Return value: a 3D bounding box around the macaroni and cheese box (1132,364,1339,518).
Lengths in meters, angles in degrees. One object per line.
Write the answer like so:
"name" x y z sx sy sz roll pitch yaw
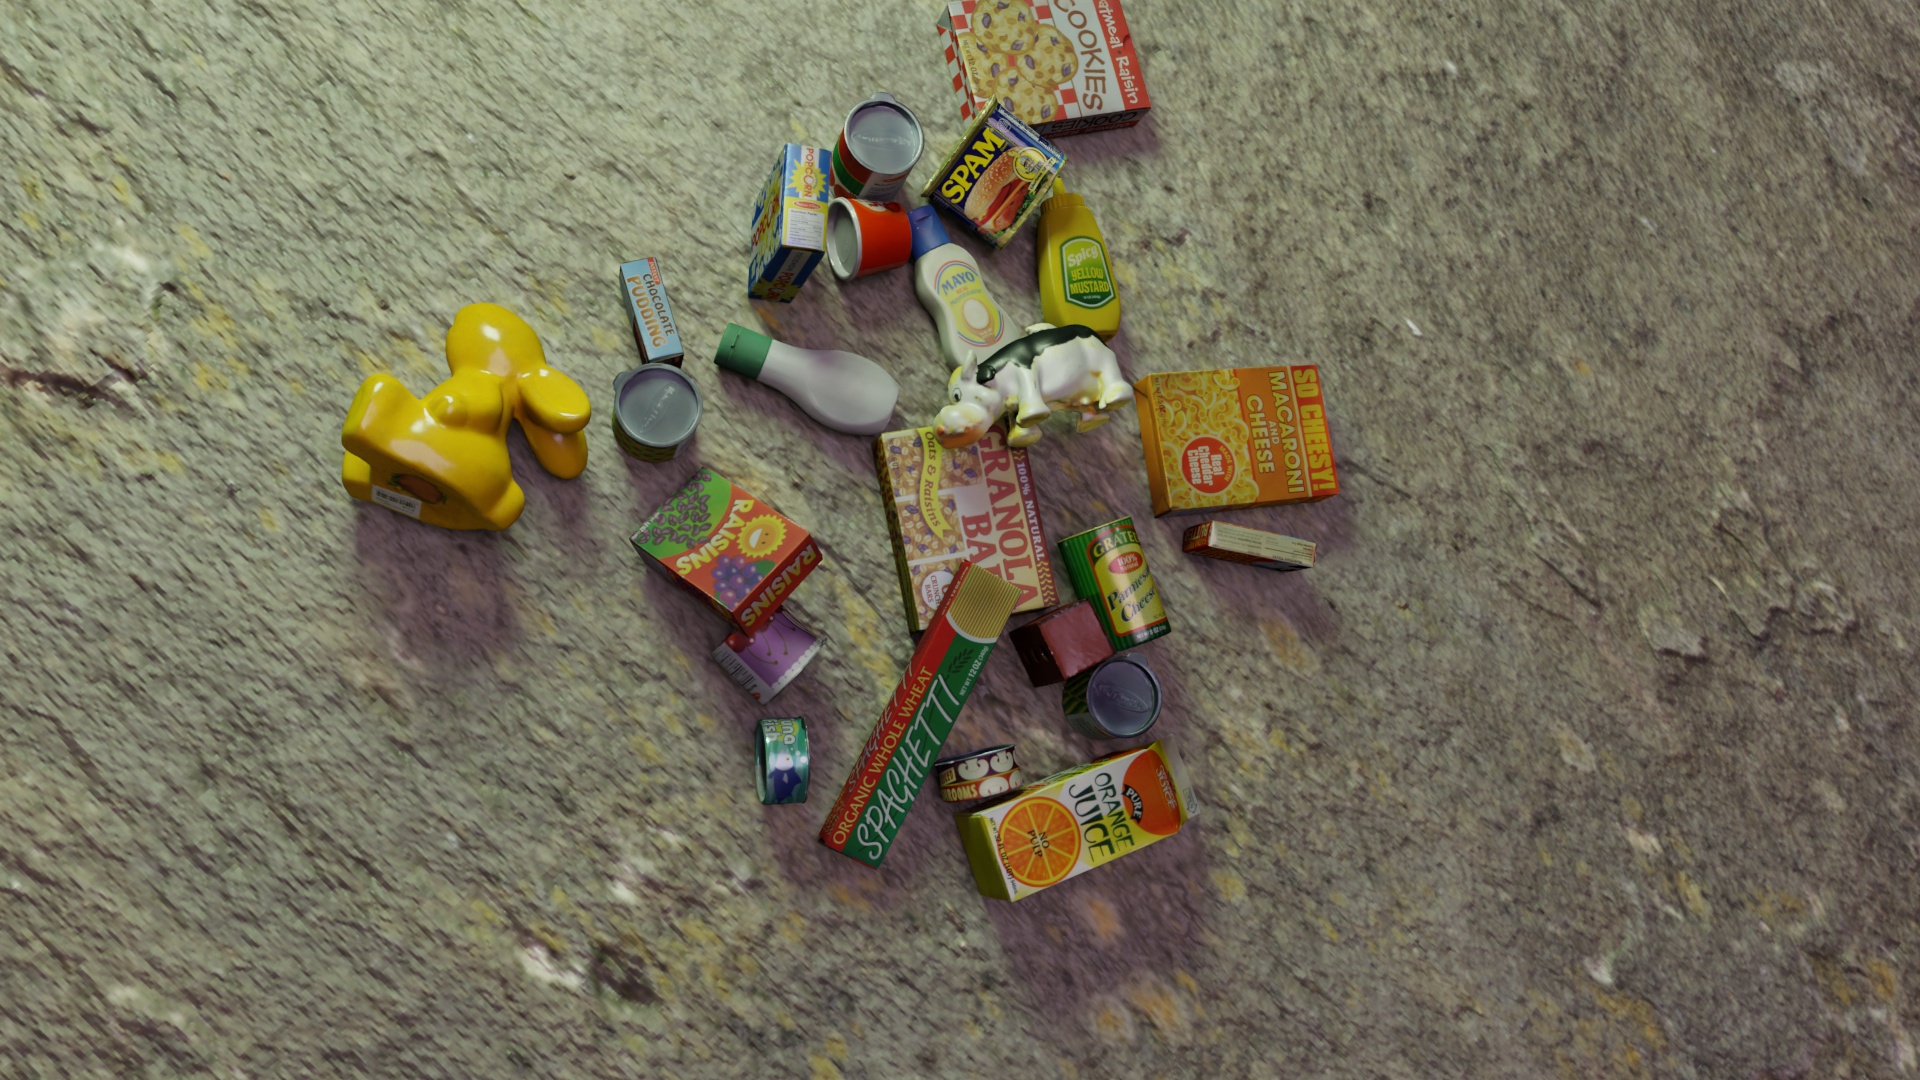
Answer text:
"macaroni and cheese box" 0.245 -0.090 1.235 0.167 0.040 0.124 -5 81 -17

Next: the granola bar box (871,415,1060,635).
"granola bar box" 0.004 -0.014 1.147 0.124 0.039 0.165 -10 83 -19

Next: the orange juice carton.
"orange juice carton" 0.101 0.220 1.116 0.193 0.073 0.072 -18 86 -20

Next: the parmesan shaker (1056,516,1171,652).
"parmesan shaker" 0.131 0.038 1.163 0.071 0.071 0.103 -19 86 -19

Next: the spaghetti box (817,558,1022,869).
"spaghetti box" -0.031 0.136 1.089 0.050 0.028 0.250 29 84 -15

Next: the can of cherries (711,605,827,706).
"can of cherries" -0.147 0.082 1.069 0.058 0.071 0.072 44 71 -4

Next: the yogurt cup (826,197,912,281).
"yogurt cup" -0.076 -0.252 1.155 0.054 0.072 0.072 -11 84 -27

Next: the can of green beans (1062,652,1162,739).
"can of green beans" 0.125 0.131 1.147 0.071 0.057 0.071 3 79 -16

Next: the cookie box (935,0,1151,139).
"cookie box" 0.076 -0.425 1.244 0.168 0.040 0.123 -14 84 -19

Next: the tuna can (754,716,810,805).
"tuna can" -0.136 0.165 1.055 0.033 0.071 0.071 -1 80 -17

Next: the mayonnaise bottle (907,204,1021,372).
"mayonnaise bottle" -0.006 -0.211 1.179 0.065 0.041 0.148 -28 90 -17

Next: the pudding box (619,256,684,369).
"pudding box" -0.244 -0.175 1.095 0.030 0.049 0.083 -15 84 -17

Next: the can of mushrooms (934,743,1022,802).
"can of mushrooms" 0.013 0.184 1.098 0.071 0.071 0.033 -11 85 -19

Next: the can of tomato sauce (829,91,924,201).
"can of tomato sauce" -0.073 -0.321 1.157 0.071 0.083 0.071 3 79 -17

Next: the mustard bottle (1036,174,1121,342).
"mustard bottle" 0.096 -0.250 1.214 0.065 0.048 0.160 -9 83 -20

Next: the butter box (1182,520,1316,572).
"butter box" 0.252 0.006 1.213 0.103 0.053 0.024 11 80 -14

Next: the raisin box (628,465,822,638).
"raisin box" -0.178 0.007 1.053 0.123 0.040 0.086 30 67 31

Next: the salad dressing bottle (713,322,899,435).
"salad dressing bottle" -0.125 -0.133 1.128 0.148 0.044 0.064 22 77 -11

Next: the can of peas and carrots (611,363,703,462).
"can of peas and carrots" -0.238 -0.099 1.078 0.071 0.058 0.071 3 79 -16

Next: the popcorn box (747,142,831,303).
"popcorn box" -0.137 -0.249 1.101 0.038 0.126 0.085 5 79 -19
